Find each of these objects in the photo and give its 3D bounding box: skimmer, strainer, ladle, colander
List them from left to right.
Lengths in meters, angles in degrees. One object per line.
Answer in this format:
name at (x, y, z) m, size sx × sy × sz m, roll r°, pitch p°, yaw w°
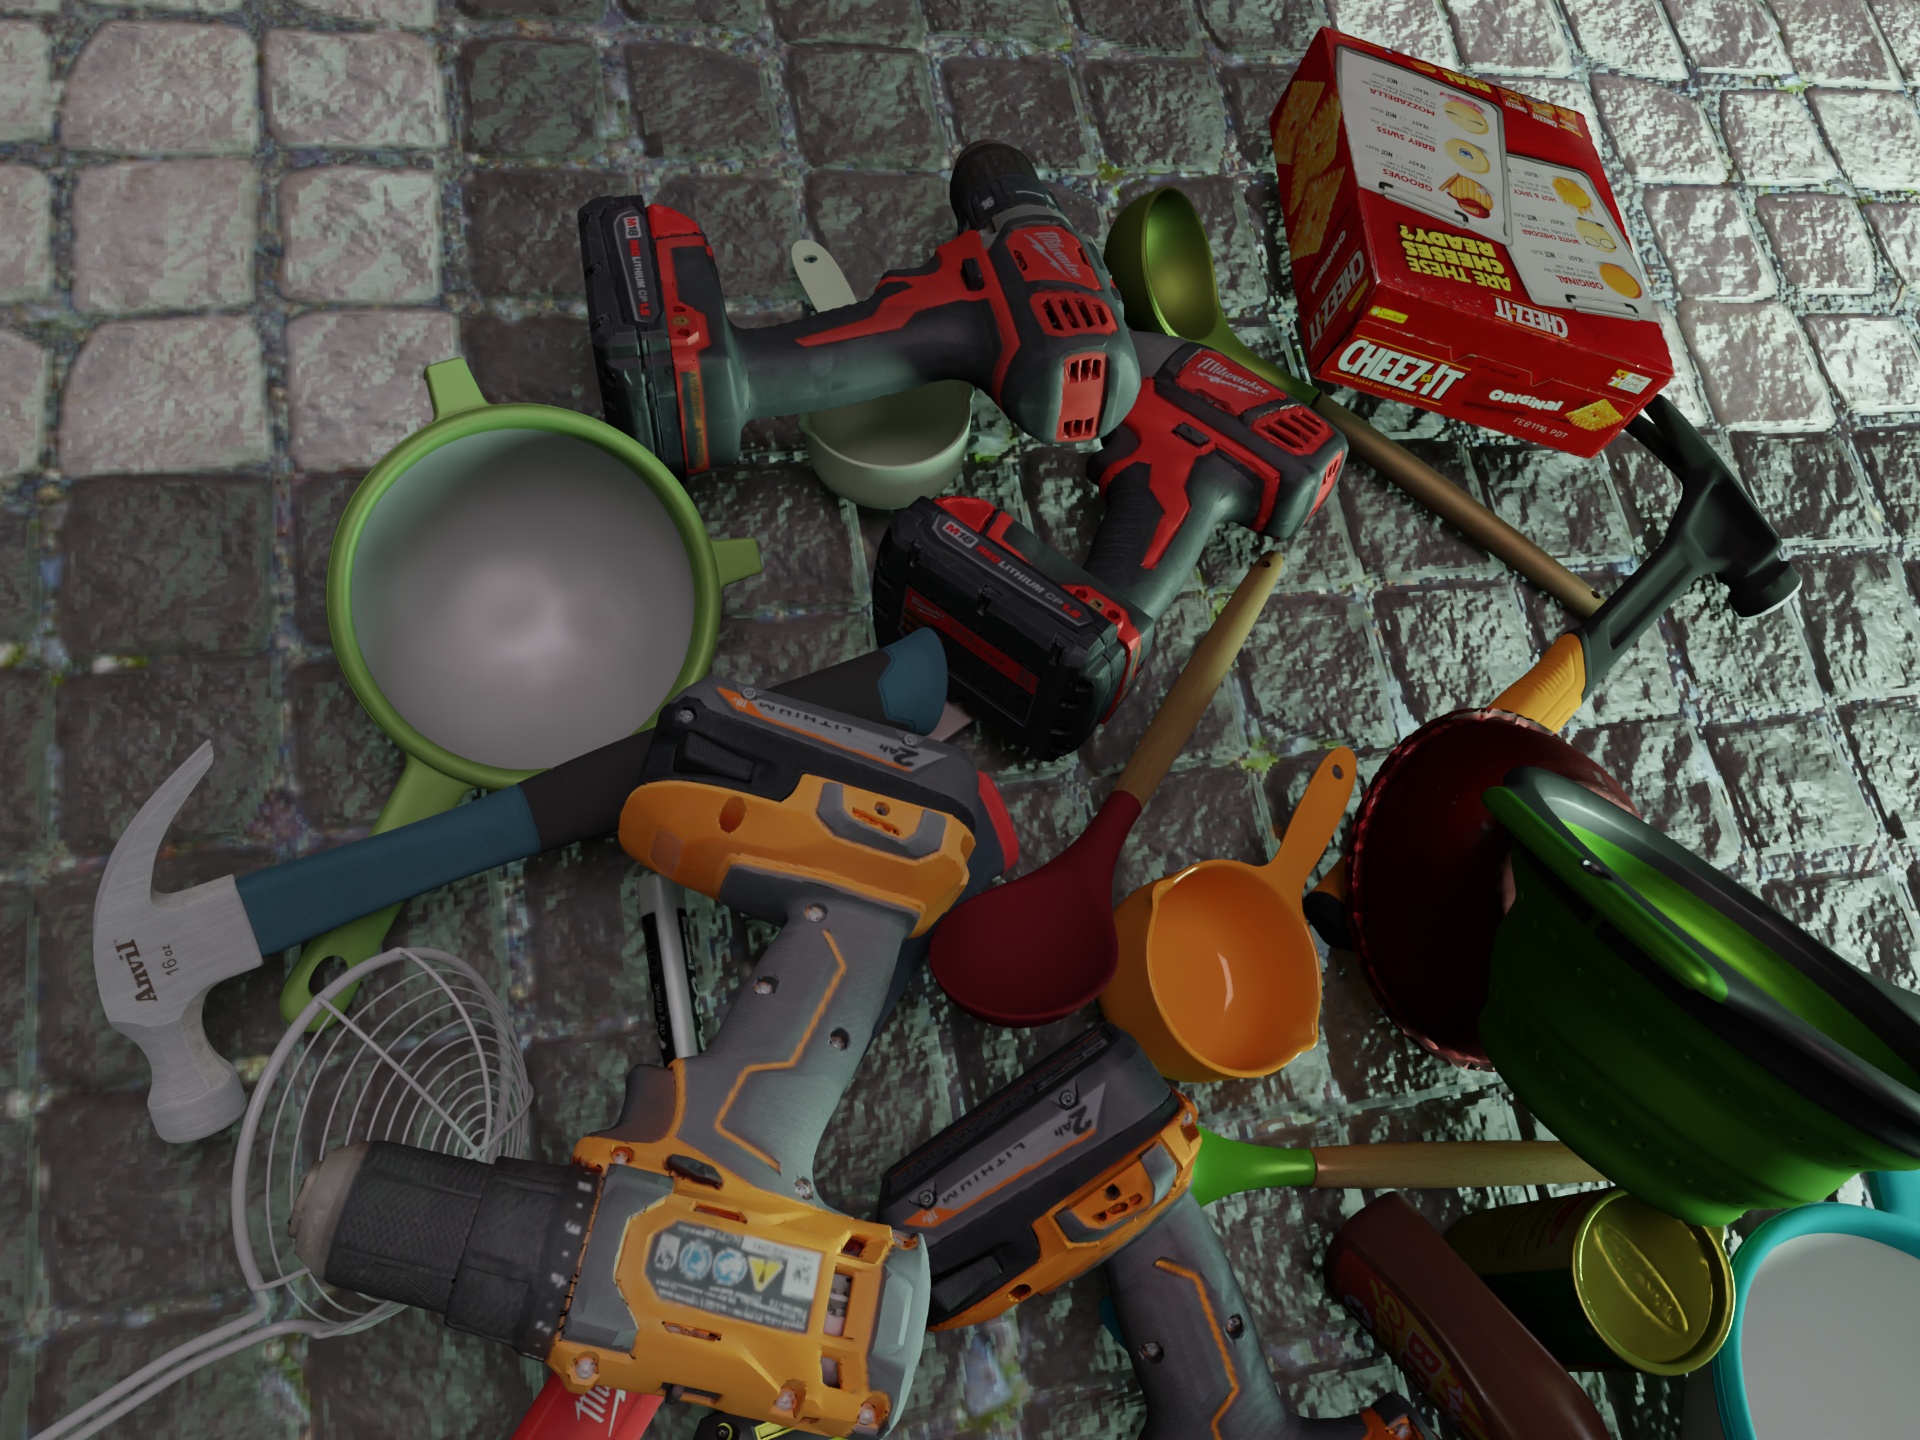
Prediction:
skimmer at (-0.300, 0.210, 0.509) m, size 0.363 × 0.127 × 0.090 m, roll -32°, pitch 47°, yaw -12°
strainer at (-0.200, -0.001, 0.631) m, size 0.151 × 0.069 × 0.256 m, roll 31°, pitch 80°, yaw -25°
ladle at (0.079, 0.017, 0.676) m, size 0.069 × 0.031 × 0.315 m, roll 20°, pitch 47°, yaw 20°
ladle at (0.204, -0.152, 0.796) m, size 0.320 × 0.062 × 0.078 m, roll 36°, pitch 49°, yaw -1°
colander at (0.322, 0.136, 0.627) m, size 0.396 × 0.094 × 0.205 m, roll 20°, pitch 22°, yaw -36°
strainer at (0.370, 0.262, 0.657) m, size 0.211 × 0.095 × 0.341 m, roll 26°, pitch 43°, yaw -4°

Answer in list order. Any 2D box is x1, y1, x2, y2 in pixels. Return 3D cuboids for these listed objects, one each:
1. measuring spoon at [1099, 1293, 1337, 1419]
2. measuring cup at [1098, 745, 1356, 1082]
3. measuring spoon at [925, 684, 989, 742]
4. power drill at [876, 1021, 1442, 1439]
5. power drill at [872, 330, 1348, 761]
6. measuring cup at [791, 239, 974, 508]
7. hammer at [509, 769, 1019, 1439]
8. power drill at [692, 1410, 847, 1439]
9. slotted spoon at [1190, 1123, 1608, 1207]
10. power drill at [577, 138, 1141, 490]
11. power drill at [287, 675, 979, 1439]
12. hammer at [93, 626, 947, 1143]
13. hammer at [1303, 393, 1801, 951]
measuring spoon at (0.108, 0.266, 0.620) m, size 0.129 × 0.021 × 0.042 m, roll 35°, pitch 75°, yaw 11°
measuring cup at (0.120, 0.077, 0.678) m, size 0.095 × 0.052 × 0.174 m, roll 44°, pitch 55°, yaw -10°
measuring spoon at (-0.001, -0.002, 0.705) m, size 0.034 × 0.018 × 0.124 m, roll 38°, pitch 57°, yaw 17°
power drill at (0.063, 0.243, 0.567) m, size 0.164 × 0.084 × 0.226 m, roll -35°, pitch 87°, yaw -3°
power drill at (0.065, -0.097, 0.720) m, size 0.143 × 0.078 × 0.220 m, roll 36°, pitch 58°, yaw 15°
measuring cup at (-0.050, -0.165, 0.752) m, size 0.083 × 0.038 × 0.168 m, roll -16°, pitch 56°, yaw -14°
hammer at (-0.090, 0.150, 0.561) m, size 0.143 × 0.038 × 0.386 m, roll 26°, pitch 51°, yaw 9°
power drill at (-0.108, 0.337, 0.499) m, size 0.228 × 0.080 × 0.191 m, roll -13°, pitch 71°, yaw -22°
slotted spoon at (0.168, 0.183, 0.662) m, size 0.313 × 0.031 × 0.070 m, roll 4°, pitch 68°, yaw -15°
power drill at (-0.047, -0.189, 0.700) m, size 0.226 × 0.080 × 0.188 m, roll -8°, pitch 50°, yaw -9°
power drill at (-0.091, 0.099, 0.516) m, size 0.185 × 0.084 × 0.226 m, roll 16°, pitch 56°, yaw -9°
hammer at (-0.150, 0.034, 0.602) m, size 0.331 × 0.033 × 0.128 m, roll -21°, pitch 107°, yaw -24°
hammer at (0.273, -0.017, 0.755) m, size 0.337 × 0.034 × 0.127 m, roll -41°, pitch 96°, yaw -22°
